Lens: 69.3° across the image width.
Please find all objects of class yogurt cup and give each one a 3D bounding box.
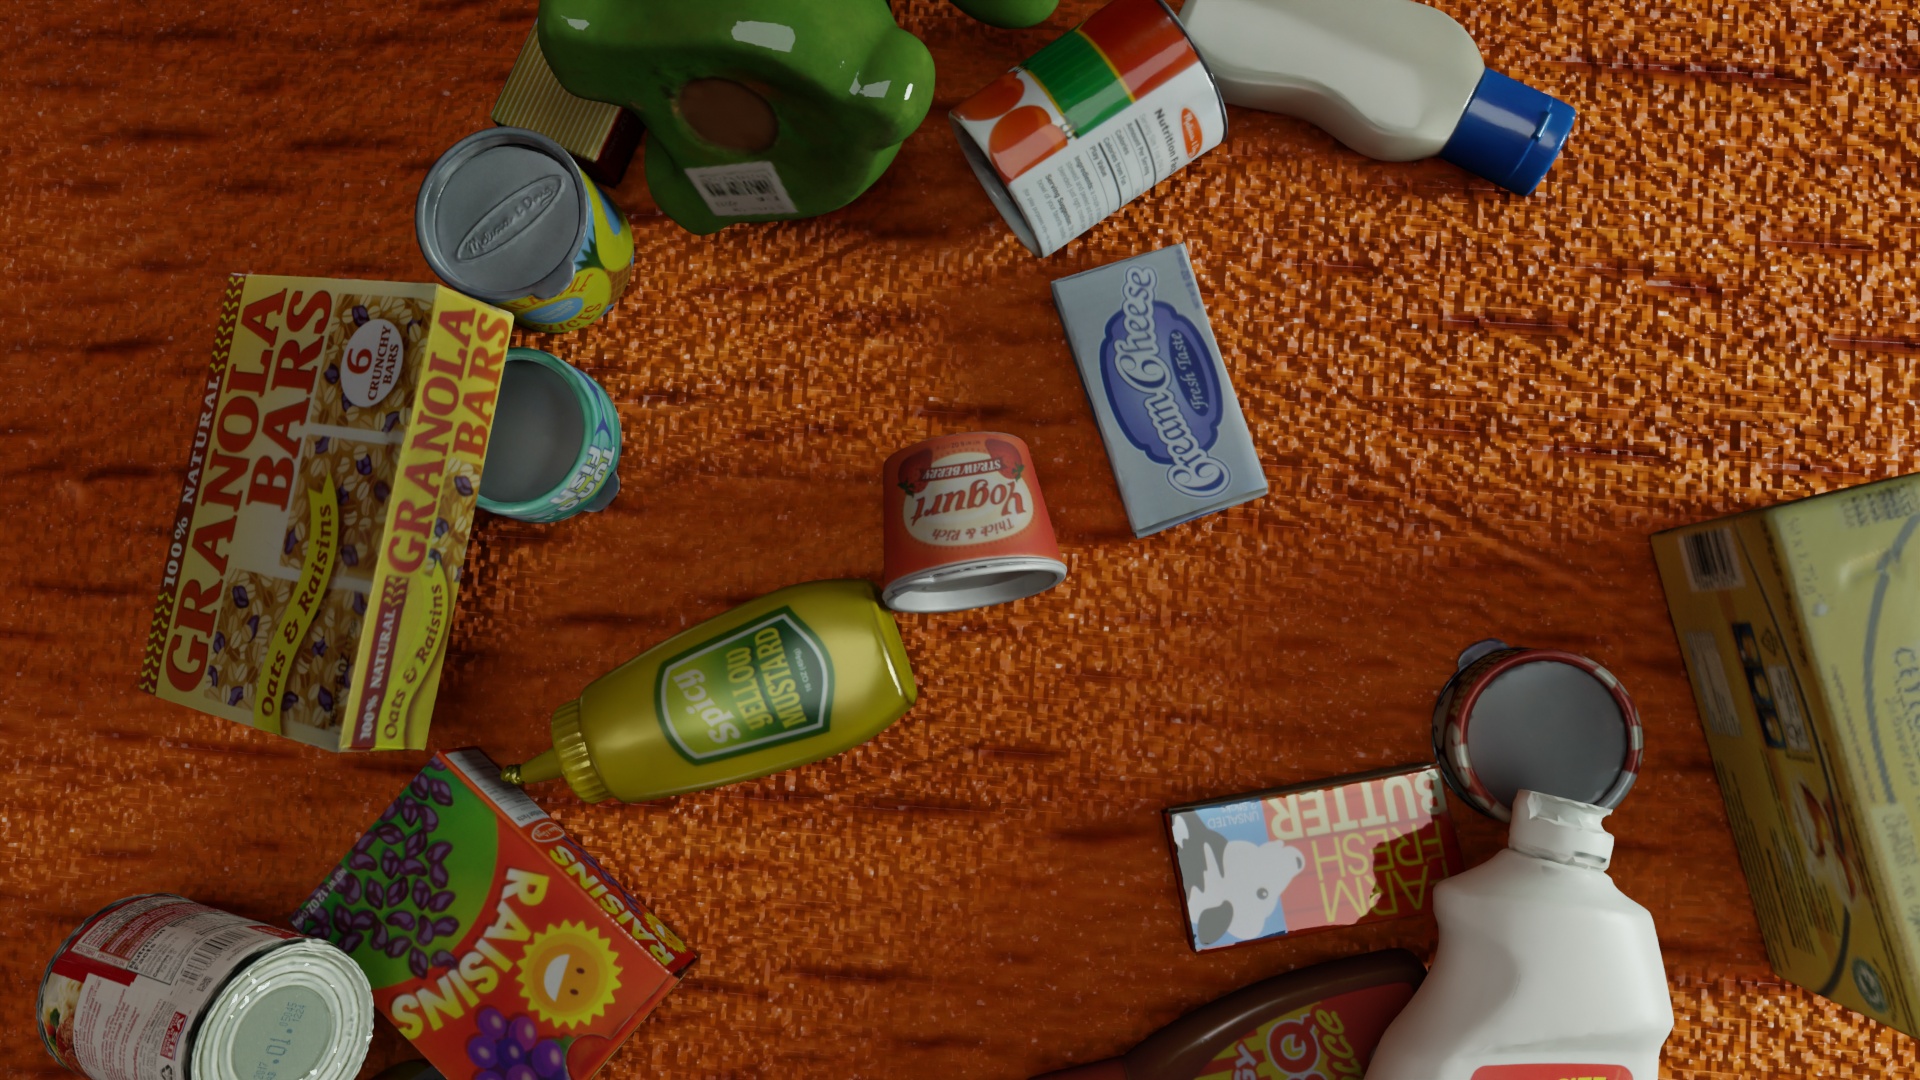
[{"bbox_3d":[0.002,-0.006,0.513,0.072,0.072,0.054,-10,76,4],"label":"yogurt cup"}]

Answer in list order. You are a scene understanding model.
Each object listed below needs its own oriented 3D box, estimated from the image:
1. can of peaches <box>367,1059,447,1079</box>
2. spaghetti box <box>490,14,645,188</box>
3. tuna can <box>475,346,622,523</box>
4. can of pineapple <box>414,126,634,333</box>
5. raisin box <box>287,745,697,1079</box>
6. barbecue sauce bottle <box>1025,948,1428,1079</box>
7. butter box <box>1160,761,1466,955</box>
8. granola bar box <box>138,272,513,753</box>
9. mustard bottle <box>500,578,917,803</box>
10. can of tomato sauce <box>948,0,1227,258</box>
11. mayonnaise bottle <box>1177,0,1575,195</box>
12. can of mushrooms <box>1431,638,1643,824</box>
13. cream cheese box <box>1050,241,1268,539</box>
[{"bbox_3d":[-0.211,0.232,0.508,0.071,0.058,0.071,0,86,4],"label":"can of peaches"},{"bbox_3d":[-0.113,-0.267,0.563,0.050,0.028,0.250,24,87,5],"label":"spaghetti box"},{"bbox_3d":[-0.168,-0.039,0.543,0.071,0.033,0.071,0,84,5],"label":"tuna can"},{"bbox_3d":[-0.166,-0.116,0.537,0.071,0.058,0.071,0,85,5],"label":"can of pineapple"},{"bbox_3d":[-0.174,0.150,0.522,0.123,0.040,0.086,42,88,6],"label":"raisin box"},{"bbox_3d":[0.099,0.193,0.495,0.148,0.043,0.065,-15,84,3],"label":"barbecue sauce bottle"},{"bbox_3d":[0.130,0.116,0.510,0.103,0.024,0.053,-11,83,3],"label":"butter box"},{"bbox_3d":[-0.239,-0.014,0.521,0.124,0.039,0.165,8,85,30],"label":"granola bar box"},{"bbox_3d":[-0.099,0.065,0.519,0.160,0.049,0.065,-21,82,2],"label":"mustard bottle"},{"bbox_3d":[0.046,-0.157,0.522,0.083,0.071,0.071,-33,83,1],"label":"can of tomato sauce"},{"bbox_3d":[0.156,-0.178,0.528,0.148,0.041,0.065,27,88,5],"label":"mayonnaise bottle"},{"bbox_3d":[0.207,0.069,0.504,0.071,0.033,0.071,0,85,5],"label":"can of mushrooms"},{"bbox_3d":[0.075,-0.057,0.530,0.053,0.024,0.104,-18,83,3],"label":"cream cheese box"}]
